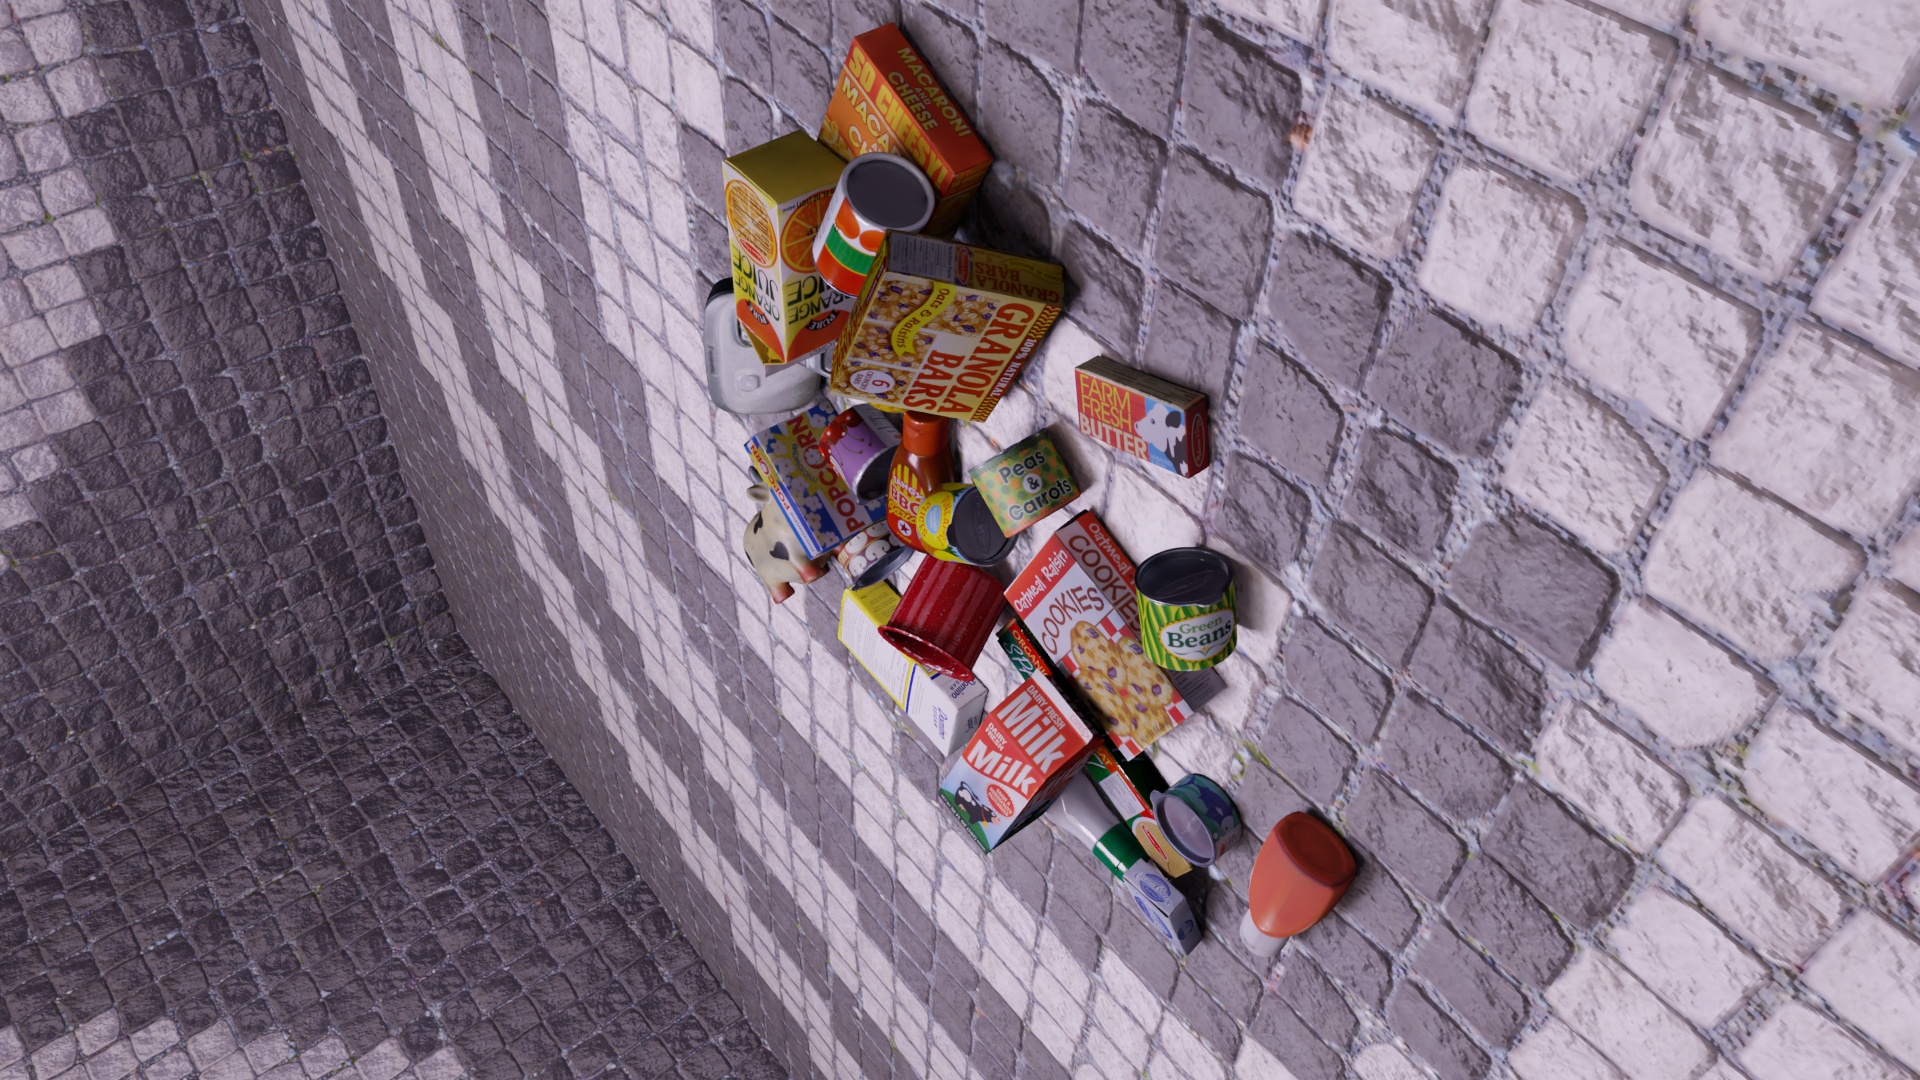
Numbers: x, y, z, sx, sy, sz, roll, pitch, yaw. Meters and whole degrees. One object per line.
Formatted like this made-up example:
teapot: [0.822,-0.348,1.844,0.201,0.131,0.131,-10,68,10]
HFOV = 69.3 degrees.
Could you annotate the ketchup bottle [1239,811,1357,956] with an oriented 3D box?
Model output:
ketchup bottle: [0.240,0.260,1.022,0.065,0.044,0.148,46,149,27]

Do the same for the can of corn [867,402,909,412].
can of corn: [-0.047,-0.141,1.094,0.071,0.071,0.058,54,152,11]

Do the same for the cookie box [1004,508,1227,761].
cookie box: [0.114,0.074,1.060,0.167,0.040,0.122,53,151,11]

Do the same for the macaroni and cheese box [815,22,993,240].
macaroni and cheese box: [-0.049,-0.269,1.004,0.124,0.040,0.165,55,152,8]

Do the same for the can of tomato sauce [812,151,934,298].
can of tomato sauce: [-0.059,-0.216,0.955,0.071,0.071,0.082,56,152,8]

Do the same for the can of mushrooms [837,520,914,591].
can of mushrooms: [-0.080,0.014,1.291,0.033,0.071,0.070,55,152,14]

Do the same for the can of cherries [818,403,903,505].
can of cherries: [-0.083,-0.075,1.210,0.058,0.072,0.071,47,150,23]

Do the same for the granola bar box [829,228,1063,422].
granola bar box: [-0.014,-0.147,0.978,0.164,0.124,0.039,128,148,-61]

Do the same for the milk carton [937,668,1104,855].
milk carton: [0.054,0.178,1.147,0.072,0.074,0.189,49,143,18]

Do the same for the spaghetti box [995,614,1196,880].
spaghetti box: [0.116,0.166,1.154,0.250,0.029,0.050,55,152,10]

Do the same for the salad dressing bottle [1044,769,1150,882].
salad dressing bottle: [0.104,0.236,1.226,0.148,0.044,0.064,44,143,26]

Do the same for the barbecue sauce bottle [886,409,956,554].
barbecue sauce bottle: [-0.032,-0.057,1.171,0.065,0.044,0.147,35,144,25]

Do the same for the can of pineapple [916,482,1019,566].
can of pineapple: [0.004,-0.014,1.126,0.058,0.071,0.071,6,121,57]

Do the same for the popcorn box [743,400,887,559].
popcorn box: [-0.132,-0.056,1.293,0.126,0.085,0.038,60,151,2]

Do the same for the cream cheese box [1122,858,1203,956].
cream cheese box: [0.171,0.309,1.170,0.053,0.024,0.103,38,165,35]

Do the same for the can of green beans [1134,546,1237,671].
can of green beans: [0.153,0.046,0.939,0.071,0.071,0.057,28,139,45]

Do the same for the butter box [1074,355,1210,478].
butter box: [0.119,-0.083,0.918,0.103,0.024,0.052,29,139,44]

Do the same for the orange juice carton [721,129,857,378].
orange juice carton: [-0.128,-0.209,1.072,0.073,0.072,0.191,44,150,29]

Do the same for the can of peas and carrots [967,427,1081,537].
can of peas and carrots: [0.048,-0.043,1.027,0.058,0.071,0.070,60,152,-2]

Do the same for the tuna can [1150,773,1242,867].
tuna can: [0.184,0.216,1.085,0.071,0.033,0.070,39,146,34]
